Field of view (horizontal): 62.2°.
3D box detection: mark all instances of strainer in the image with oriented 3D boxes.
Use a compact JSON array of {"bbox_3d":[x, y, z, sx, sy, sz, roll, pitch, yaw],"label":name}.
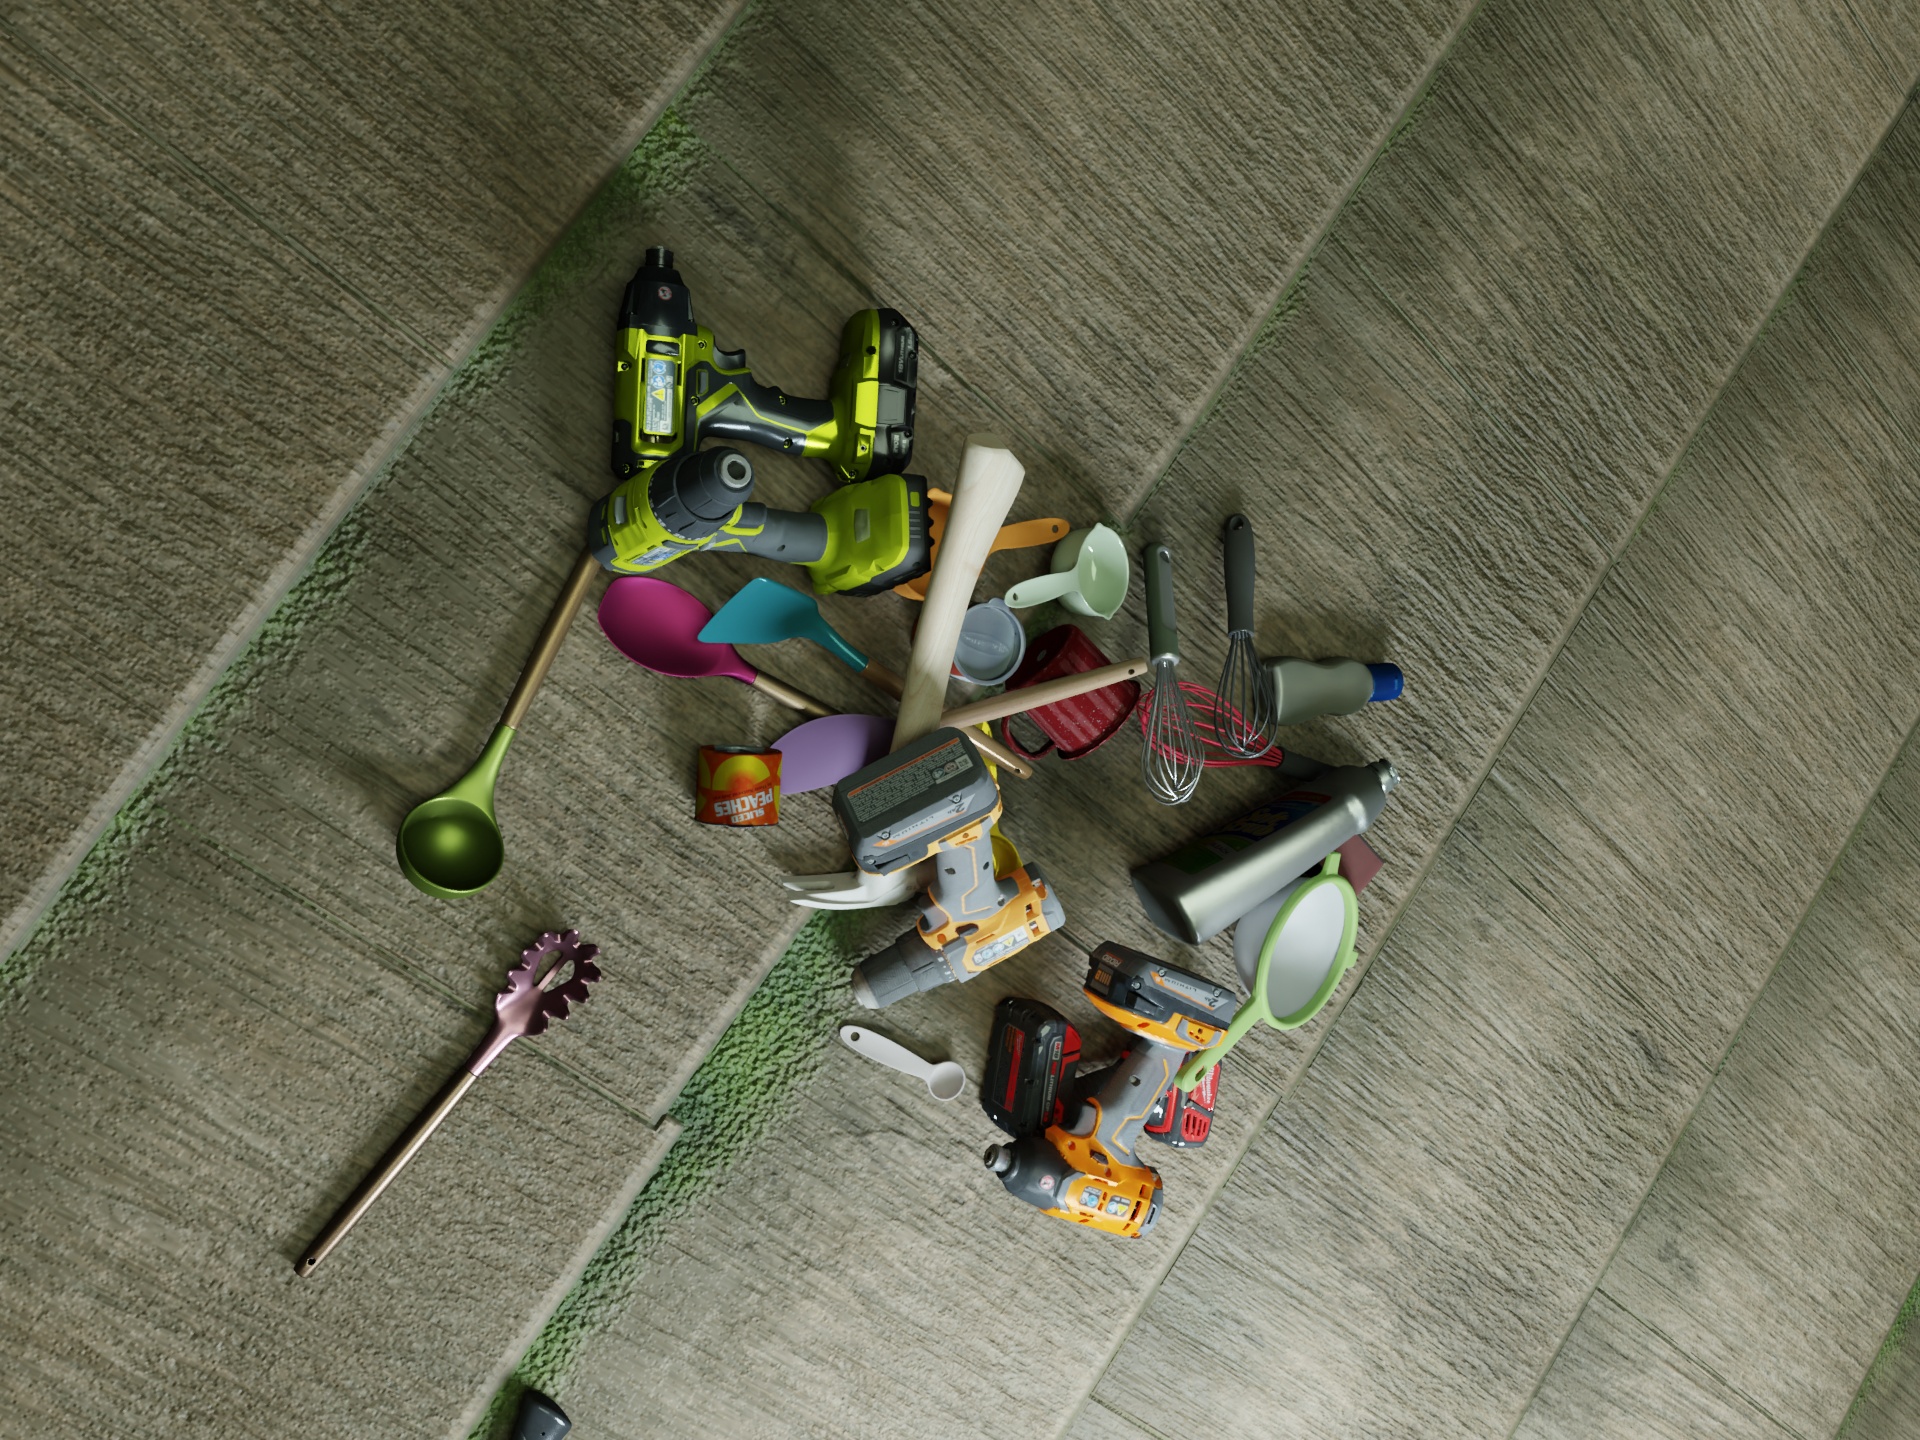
[{"bbox_3d":[0.261,0.233,1.440,0.256,0.069,0.151,-40,131,-25],"label":"strainer"}]

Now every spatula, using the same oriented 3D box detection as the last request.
[{"bbox_3d":[-0.002,-0.004,1.284,0.316,0.018,0.059,-15,115,-2],"label":"spatula"},{"bbox_3d":[-0.060,-0.024,1.283,0.317,0.044,0.082,33,124,-27],"label":"spatula"}]

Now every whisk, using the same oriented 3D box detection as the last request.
[{"bbox_3d":[0.274,0.028,1.453,0.295,0.073,0.073,19,88,-31],"label":"whisk"},{"bbox_3d":[0.249,-0.077,1.394,0.055,0.055,0.239,14,65,-26],"label":"whisk"},{"bbox_3d":[0.175,-0.044,1.356,0.057,0.059,0.247,20,59,-39],"label":"whisk"}]

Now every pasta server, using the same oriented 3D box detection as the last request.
[{"bbox_3d":[-0.384,0.284,1.186,0.060,0.040,0.316,41,79,-11],"label":"pasta server"}]

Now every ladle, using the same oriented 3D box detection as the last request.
[{"bbox_3d":[-0.320,-0.019,1.172,0.078,0.062,0.320,28,81,-24],"label":"ladle"}]

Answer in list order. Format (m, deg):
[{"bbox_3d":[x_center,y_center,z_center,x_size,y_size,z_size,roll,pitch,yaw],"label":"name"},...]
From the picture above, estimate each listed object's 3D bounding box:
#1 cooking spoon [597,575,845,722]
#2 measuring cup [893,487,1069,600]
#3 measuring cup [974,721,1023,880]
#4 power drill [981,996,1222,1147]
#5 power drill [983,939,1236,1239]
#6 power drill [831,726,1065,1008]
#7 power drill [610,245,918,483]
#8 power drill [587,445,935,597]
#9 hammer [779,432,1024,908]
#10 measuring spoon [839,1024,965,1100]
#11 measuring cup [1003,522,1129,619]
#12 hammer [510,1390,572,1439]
[{"bbox_3d":[-0.145,-0.023,1.272,0.318,0.017,0.069,29,73,-25],"label":"cooking spoon"},{"bbox_3d":[0.007,-0.148,1.313,0.173,0.052,0.095,-13,102,-30],"label":"measuring cup"},{"bbox_3d":[0.017,0.075,1.361,0.062,0.029,0.156,-1,85,-26],"label":"measuring cup"},{"bbox_3d":[0.137,0.305,1.412,0.219,0.079,0.143,8,93,-28],"label":"power drill"},{"bbox_3d":[0.120,0.304,1.314,0.164,0.084,0.226,23,88,-25],"label":"power drill"},{"bbox_3d":[-0.028,0.130,1.256,0.185,0.084,0.226,-27,134,-3],"label":"power drill"},{"bbox_3d":[-0.150,-0.262,1.212,0.223,0.080,0.171,2,95,-22],"label":"power drill"},{"bbox_3d":[-0.135,-0.148,1.163,0.228,0.190,0.080,3,80,-35],"label":"power drill"},{"bbox_3d":[-0.035,-0.025,1.216,0.146,0.038,0.410,-1,123,-26],"label":"hammer"},{"bbox_3d":[-0.051,0.288,1.357,0.124,0.018,0.034,30,83,-18],"label":"measuring spoon"},{"bbox_3d":[0.078,-0.116,1.324,0.167,0.038,0.083,-20,107,-46],"label":"measuring cup"},{"bbox_3d":[-0.398,0.720,1.232,0.149,0.036,0.409,22,86,-24],"label":"hammer"}]
